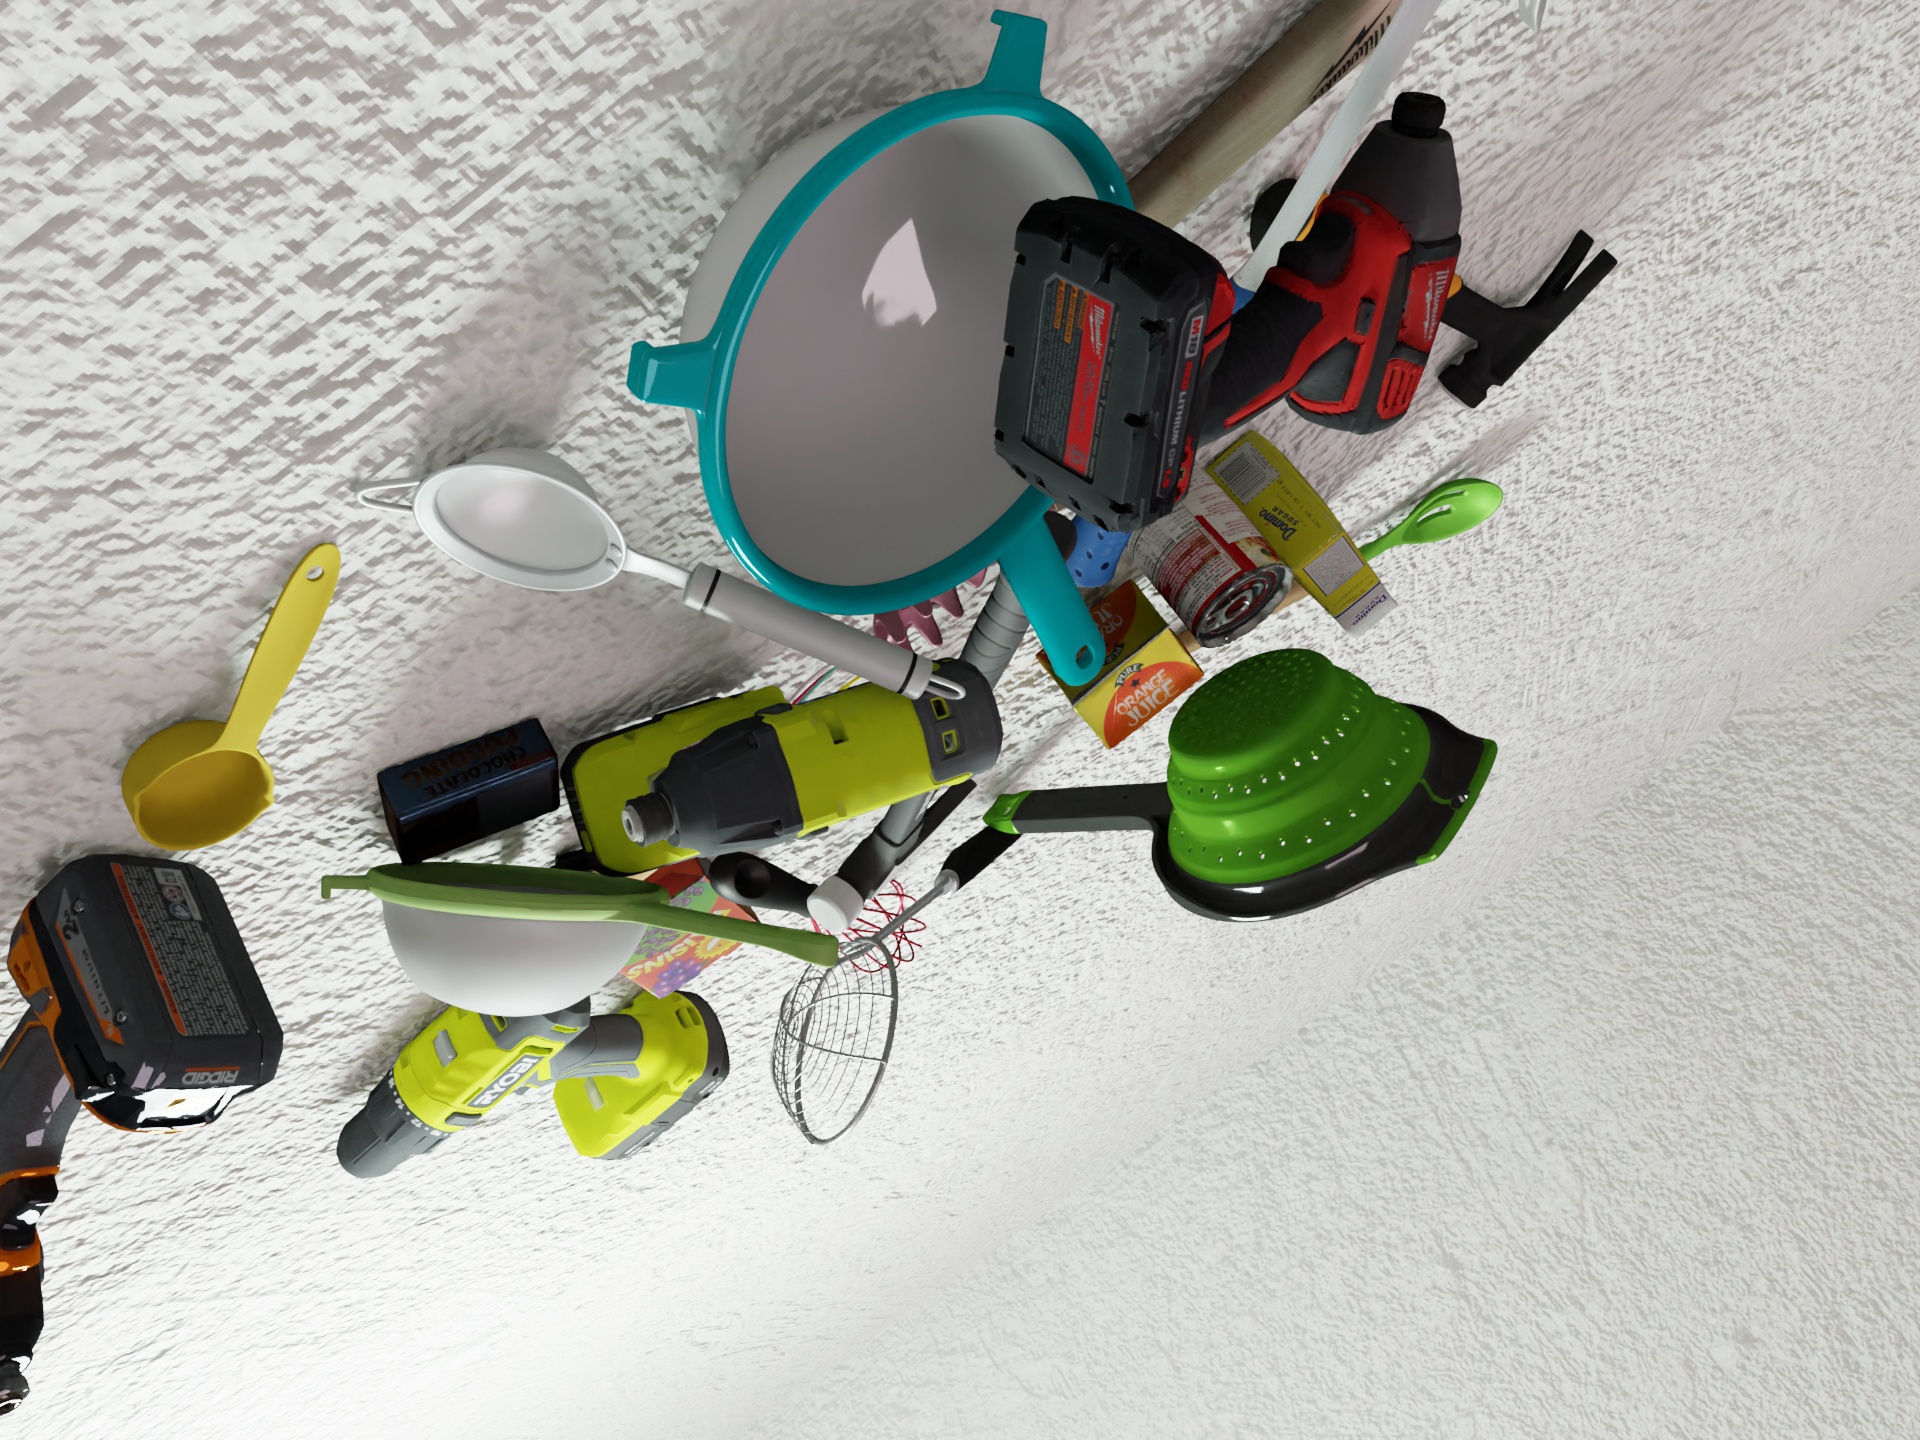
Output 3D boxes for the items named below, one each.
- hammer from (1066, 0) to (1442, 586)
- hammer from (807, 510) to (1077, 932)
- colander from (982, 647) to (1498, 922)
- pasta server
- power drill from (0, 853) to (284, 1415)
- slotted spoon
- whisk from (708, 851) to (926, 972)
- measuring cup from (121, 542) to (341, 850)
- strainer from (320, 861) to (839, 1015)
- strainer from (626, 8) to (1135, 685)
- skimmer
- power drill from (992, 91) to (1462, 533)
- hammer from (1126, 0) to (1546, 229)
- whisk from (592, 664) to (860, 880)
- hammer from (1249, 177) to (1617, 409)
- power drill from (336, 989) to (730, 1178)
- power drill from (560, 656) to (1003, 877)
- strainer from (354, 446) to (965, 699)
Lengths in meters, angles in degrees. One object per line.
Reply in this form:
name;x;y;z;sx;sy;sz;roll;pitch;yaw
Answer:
hammer;0.136;-0.212;0.735;0.144;0.035;0.405;-14;148;-37
hammer;-0.001;-0.003;0.938;0.146;0.035;0.334;-46;169;-39
colander;0.140;0.027;1.038;0.397;0.094;0.204;-6;-145;47
pasta server;0.076;-0.131;0.890;0.316;0.040;0.060;-34;166;-4
power drill;-0.405;0.187;0.709;0.226;0.164;0.084;-45;153;15
slotted spoon;0.267;-0.109;1.177;0.314;0.031;0.070;-26;153;-14
whisk;-0.093;0.126;1.081;0.073;0.073;0.295;-38;156;7
measuring cup;-0.299;-0.014;0.661;0.062;0.029;0.156;8;119;-56
strainer;-0.178;0.118;0.787;0.151;0.256;0.069;9;88;-67
strainer;-0.013;-0.124;0.683;0.211;0.095;0.340;-45;146;-7
skimmer;-0.016;0.154;1.079;0.127;0.090;0.363;-54;169;30
power drill;0.122;-0.169;0.643;0.219;0.079;0.143;-25;138;-34
hammer;0.096;-0.238;0.731;0.410;0.038;0.146;-39;156;10
whisk;-0.128;0.039;0.910;0.245;0.047;0.051;-37;148;-4
hammer;0.267;-0.256;0.909;0.336;0.034;0.127;0;139;-51
power drill;-0.279;0.238;1.056;0.190;0.080;0.228;-41;152;12
power drill;-0.105;0.026;0.765;0.171;0.080;0.223;-18;-176;-29
strainer;-0.115;-0.060;0.659;0.258;0.050;0.087;23;149;-13
